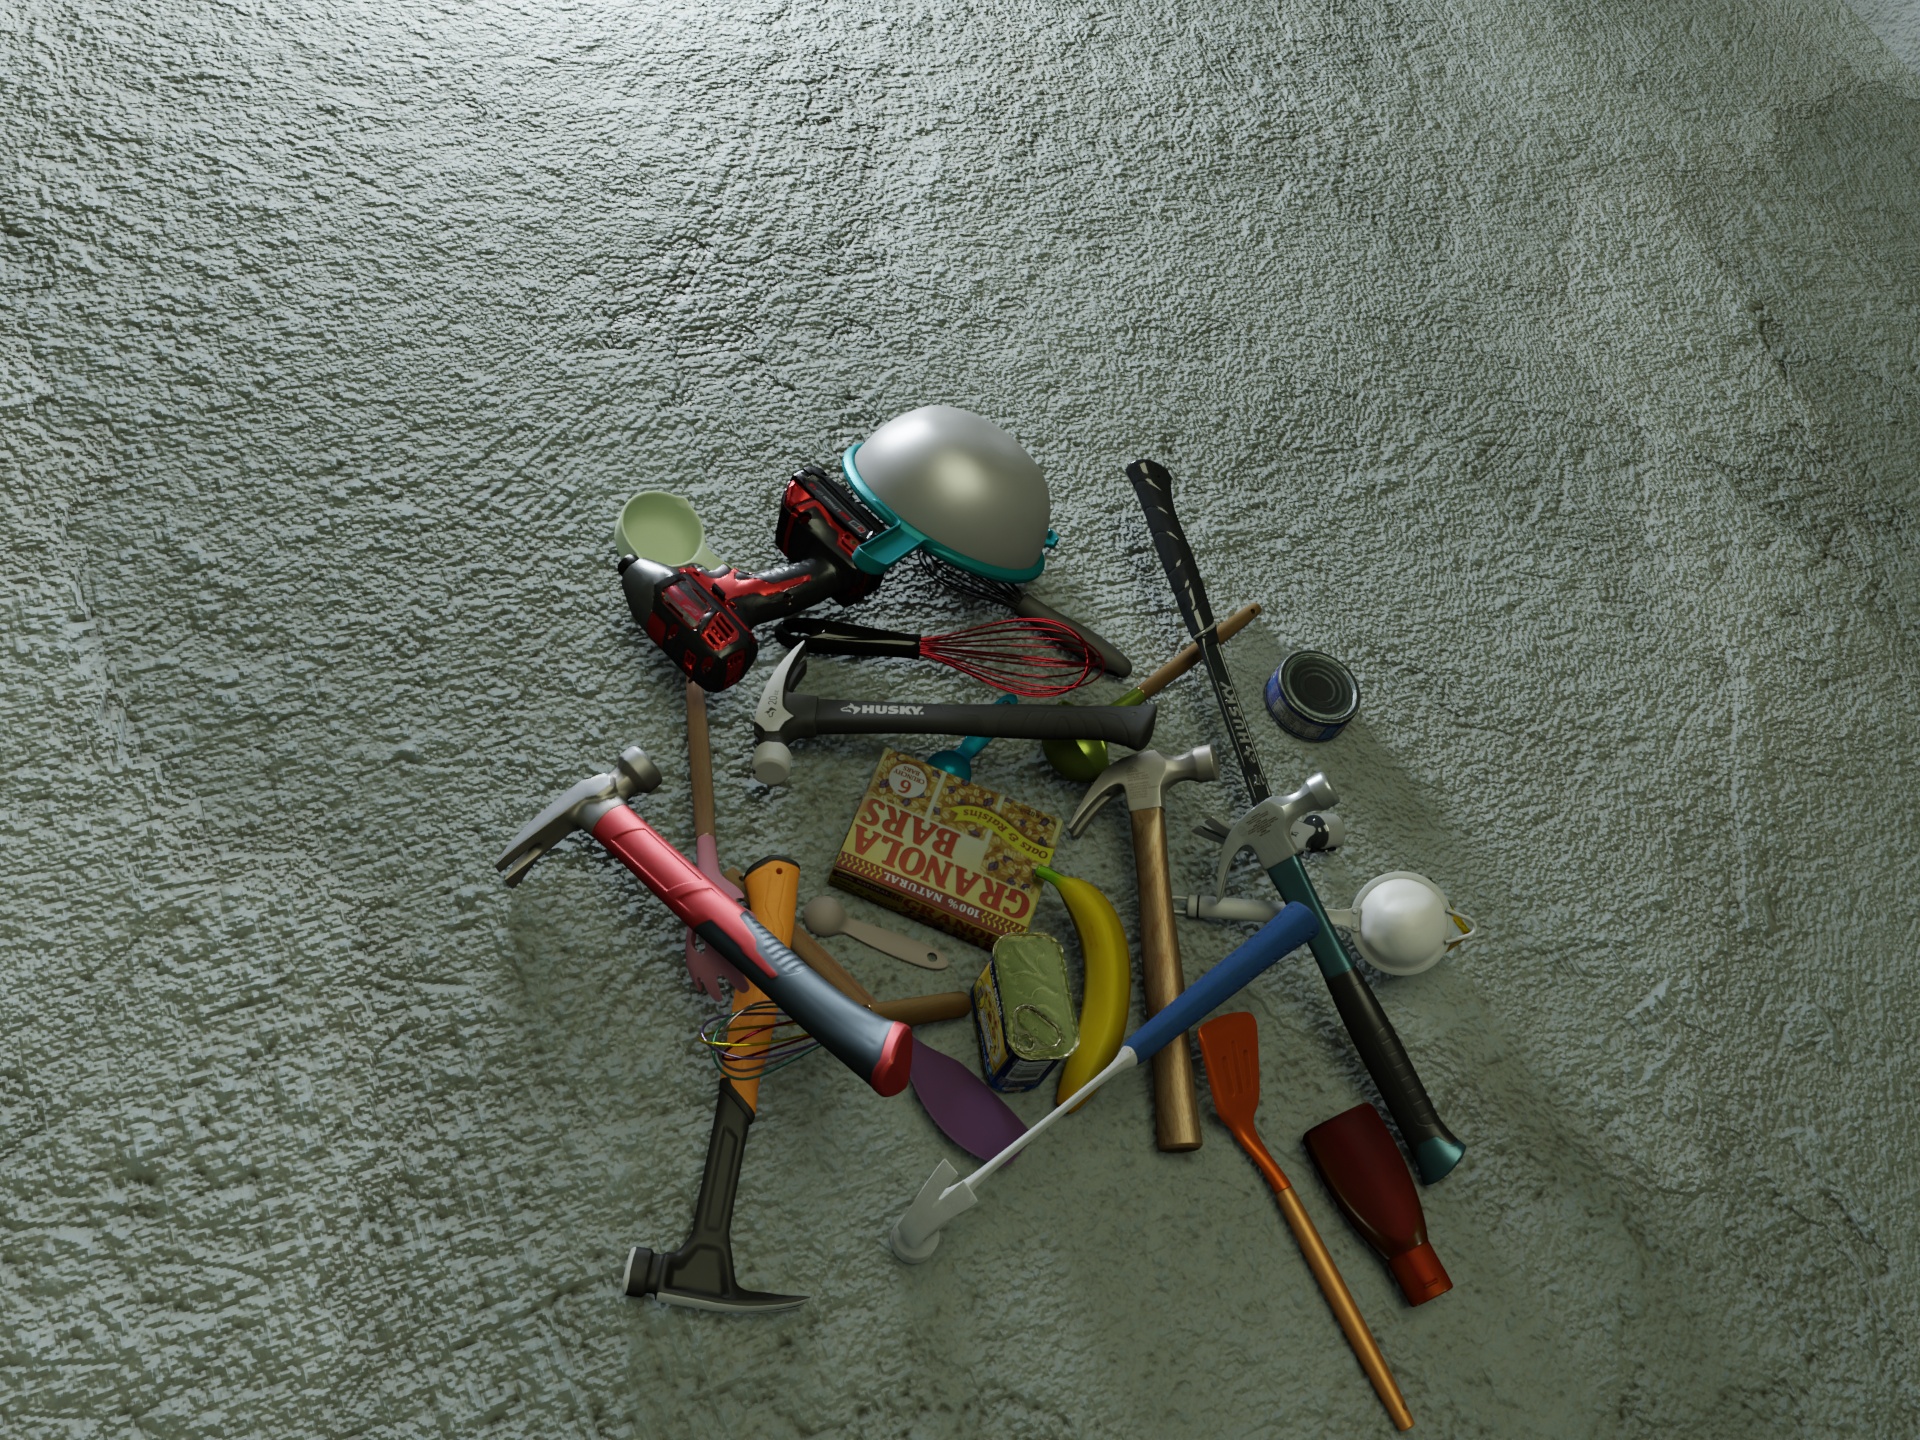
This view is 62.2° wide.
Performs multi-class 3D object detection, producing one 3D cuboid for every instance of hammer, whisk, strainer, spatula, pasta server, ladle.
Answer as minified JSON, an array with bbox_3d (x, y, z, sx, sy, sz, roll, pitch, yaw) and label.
[{"bbox_3d":[-0.002,-0.004,1.332,0.335,0.035,0.146,1,43,0],"label":"hammer"},{"bbox_3d":[0.119,0.253,1.174,0.405,0.144,0.035,-32,71,-26],"label":"hammer"},{"bbox_3d":[-0.180,0.154,1.128,0.143,0.038,0.387,-41,50,-20],"label":"hammer"},{"bbox_3d":[0.316,0.216,1.291,0.128,0.033,0.331,-29,82,14],"label":"hammer"},{"bbox_3d":[0.058,-0.110,1.471,0.239,0.055,0.055,33,55,1],"label":"whisk"},{"bbox_3d":[-0.151,0.256,1.166,0.127,0.034,0.337,12,60,-8],"label":"hammer"},{"bbox_3d":[0.160,0.182,1.297,0.130,0.031,0.332,-10,64,17],"label":"hammer"},{"bbox_3d":[-0.012,-0.203,1.384,0.211,0.095,0.340,34,24,3],"label":"strainer"},{"bbox_3d":[-0.017,-0.064,1.414,0.296,0.073,0.073,6,57,-5],"label":"whisk"},{"bbox_3d":[0.224,-0.064,1.456,0.149,0.036,0.409,-1,63,-32],"label":"hammer"},{"bbox_3d":[-0.072,0.225,1.231,0.316,0.018,0.060,43,42,12],"label":"spatula"},{"bbox_3d":[0.266,0.379,1.219,0.081,0.041,0.323,-1,57,-47],"label":"spatula"},{"bbox_3d":[0.302,0.165,1.332,0.258,0.050,0.087,3,86,11],"label":"strainer"},{"bbox_3d":[-0.084,0.225,1.172,0.244,0.047,0.051,0,62,-42],"label":"whisk"},{"bbox_3d":[-0.199,0.078,1.256,0.060,0.040,0.317,-21,46,8],"label":"pasta server"},{"bbox_3d":[0.188,-0.039,1.458,0.320,0.062,0.078,-34,93,-34],"label":"ladle"}]

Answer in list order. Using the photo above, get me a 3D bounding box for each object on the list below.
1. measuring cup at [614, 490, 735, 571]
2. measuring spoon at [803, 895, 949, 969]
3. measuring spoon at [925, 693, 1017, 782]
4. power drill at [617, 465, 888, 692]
[{"bbox_3d":[-0.232,-0.135,1.413,0.167,0.038,0.083,36,53,-13],"label":"measuring cup"},{"bbox_3d":[-0.066,0.170,1.269,0.124,0.018,0.034,22,55,-3],"label":"measuring spoon"},{"bbox_3d":[0.015,0.014,1.390,0.042,0.021,0.129,36,57,8],"label":"measuring spoon"},{"bbox_3d":[-0.179,-0.125,1.361,0.143,0.078,0.220,43,54,17],"label":"power drill"}]
